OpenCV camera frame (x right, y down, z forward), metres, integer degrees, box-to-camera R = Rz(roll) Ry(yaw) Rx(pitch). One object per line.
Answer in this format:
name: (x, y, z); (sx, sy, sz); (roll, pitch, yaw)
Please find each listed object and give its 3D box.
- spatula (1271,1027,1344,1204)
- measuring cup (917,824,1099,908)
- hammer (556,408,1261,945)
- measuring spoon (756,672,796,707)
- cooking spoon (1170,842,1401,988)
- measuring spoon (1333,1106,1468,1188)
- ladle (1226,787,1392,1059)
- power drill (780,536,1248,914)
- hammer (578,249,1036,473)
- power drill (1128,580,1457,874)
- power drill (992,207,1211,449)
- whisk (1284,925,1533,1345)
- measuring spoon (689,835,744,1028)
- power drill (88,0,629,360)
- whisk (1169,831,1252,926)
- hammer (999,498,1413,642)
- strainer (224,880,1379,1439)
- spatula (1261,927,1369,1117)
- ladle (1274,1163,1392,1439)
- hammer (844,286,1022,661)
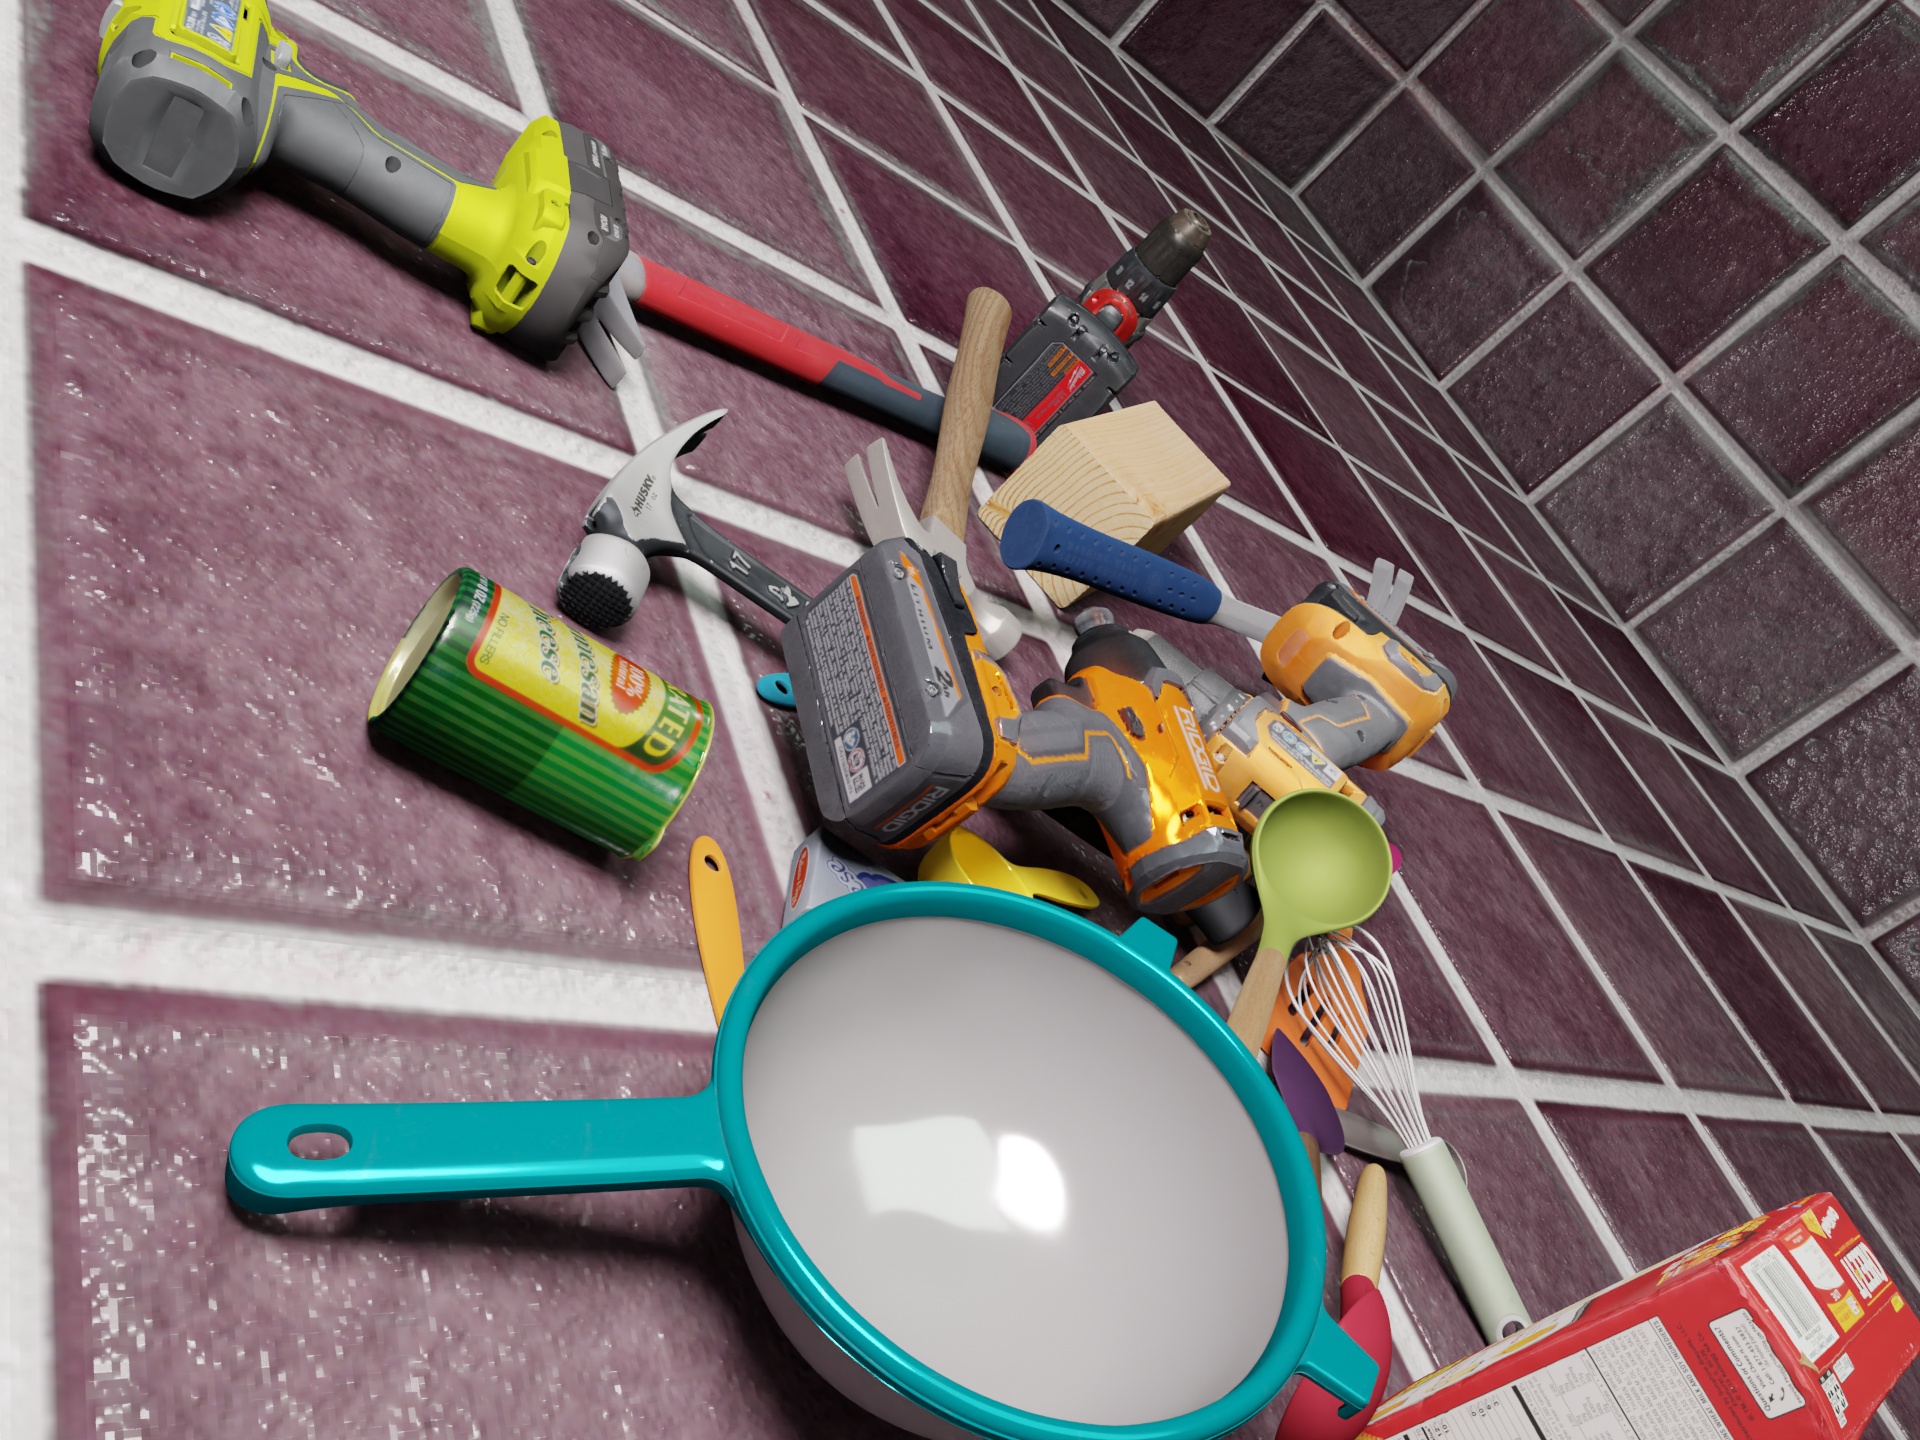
spatula: (0.153, 0.201, 0.707); (0.060, 0.018, 0.316); (52, 14, 4)
measuring cup: (0.028, 0.086, 0.766); (0.062, 0.029, 0.156); (54, 15, 24)
hammer: (-0.001, -0.003, 0.787); (0.408, 0.036, 0.149); (35, 40, -22)
measuring spoon: (-0.052, -0.020, 0.784); (0.128, 0.021, 0.042); (-2, 54, -57)
cooking spoon: (0.193, 0.107, 0.949); (0.069, 0.017, 0.319); (11, 16, 30)
measuring spoon: (0.227, 0.232, 0.863); (0.124, 0.018, 0.034); (26, 47, -24)
ladle: (0.147, 0.116, 0.738); (0.078, 0.062, 0.320); (39, 28, 4)
power drill: (0.031, -0.005, 0.730); (0.226, 0.084, 0.164); (17, 46, -43)
hammer: (-0.079, -0.209, 0.984); (0.386, 0.038, 0.143); (14, 43, -47)
power drill: (0.200, -0.013, 0.986); (0.185, 0.084, 0.226); (42, 38, 10)
power drill: (0.104, -0.296, 1.207); (0.080, 0.188, 0.227); (43, 31, -7)
whisk: (0.239, 0.218, 0.840); (0.059, 0.058, 0.246); (79, -12, -76)
measuring spoon: (-0.088, 0.088, 0.601); (0.021, 0.011, 0.117); (24, 35, -38)
power drill: (-0.280, -0.281, 0.752); (0.228, 0.080, 0.191); (22, 37, -36)
whisk: (0.178, 0.075, 0.972); (0.245, 0.051, 0.047); (-25, 108, -57)
hammer: (0.174, -0.080, 1.061); (0.405, 0.144, 0.035); (14, 18, -47)
strainer: (-0.049, 0.155, 0.503); (0.340, 0.095, 0.211); (6, 40, -26)
spatula: (0.229, 0.130, 0.992); (0.081, 0.041, 0.323); (46, 23, -2)
ladle: (0.172, 0.239, 0.690); (0.031, 0.069, 0.315); (27, 8, 15)
hammer: (-0.001, -0.184, 1.001); (0.130, 0.031, 0.332); (42, 35, -27)
